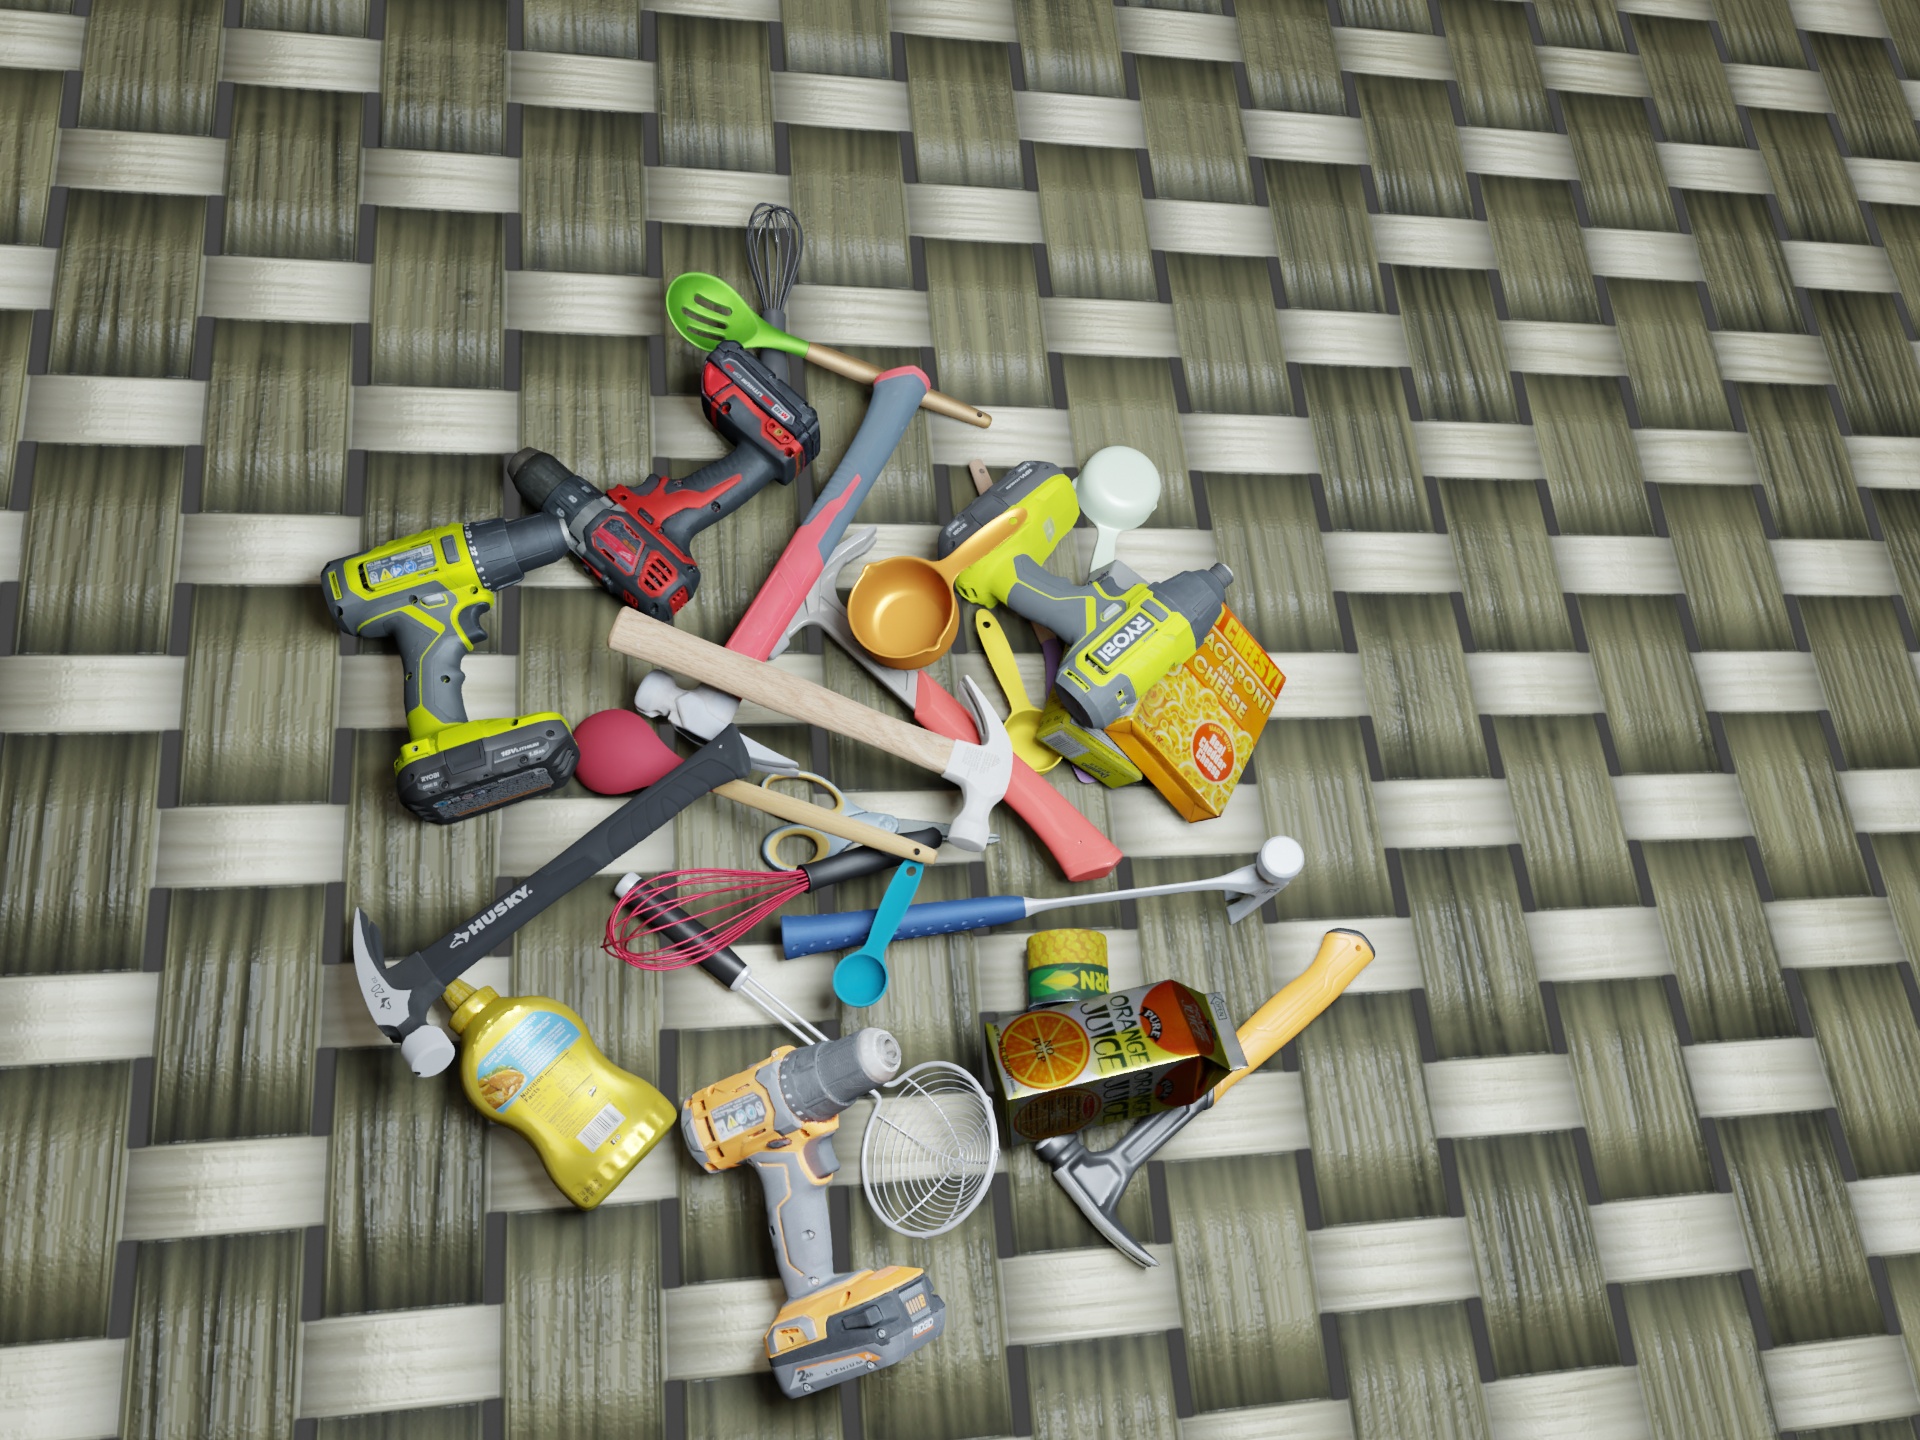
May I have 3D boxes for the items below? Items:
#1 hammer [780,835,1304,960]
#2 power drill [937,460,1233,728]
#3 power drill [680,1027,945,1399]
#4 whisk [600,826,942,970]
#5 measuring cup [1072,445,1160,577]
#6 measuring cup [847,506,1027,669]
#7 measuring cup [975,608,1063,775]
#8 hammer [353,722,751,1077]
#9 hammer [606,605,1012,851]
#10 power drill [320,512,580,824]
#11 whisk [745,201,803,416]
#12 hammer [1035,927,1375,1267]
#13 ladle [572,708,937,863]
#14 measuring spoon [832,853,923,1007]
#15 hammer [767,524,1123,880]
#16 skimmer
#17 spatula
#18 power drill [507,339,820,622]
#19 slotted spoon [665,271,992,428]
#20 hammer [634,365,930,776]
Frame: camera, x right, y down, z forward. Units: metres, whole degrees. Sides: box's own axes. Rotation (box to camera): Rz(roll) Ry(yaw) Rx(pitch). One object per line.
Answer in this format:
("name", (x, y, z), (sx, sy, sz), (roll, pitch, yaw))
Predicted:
("hammer", (0.061, 0.150, 1.270), (0.405, 0.144, 0.035), (-6, 69, -6))
("power drill", (0.102, -0.114, 1.323), (0.171, 0.080, 0.223), (-41, 57, -10))
("power drill", (-0.089, 0.339, 1.124), (0.084, 0.185, 0.226), (2, 62, -59))
("whisk", (-0.137, 0.127, 1.218), (0.295, 0.073, 0.073), (-16, 73, -32))
("measuring cup", (0.138, -0.176, 1.442), (0.083, 0.038, 0.168), (15, 65, -7))
("measuring cup", (-0.012, -0.111, 1.302), (0.173, 0.052, 0.095), (-38, 72, -6))
("measuring cup", (0.043, -0.023, 1.370), (0.062, 0.029, 0.157), (-15, 71, -18))
("hammer", (-0.296, 0.109, 1.186), (0.335, 0.035, 0.146), (-38, 54, -16))
("hammer", (-0.113, -0.015, 1.245), (0.331, 0.031, 0.130), (22, 68, -9))
("power drill", (-0.379, -0.051, 1.247), (0.190, 0.080, 0.229), (-18, 73, -8))
("whisk", (-0.169, -0.366, 1.447), (0.055, 0.055, 0.239), (2, 74, -12))
("hammer", (0.222, 0.286, 1.285), (0.337, 0.034, 0.127), (-36, 80, -22))
("ladle", (-0.167, 0.059, 1.244), (0.315, 0.031, 0.069), (18, 83, 9))
("measuring spoon", (-0.057, 0.161, 1.214), (0.042, 0.021, 0.129), (20, 68, 14))
("hammer", (-0.002, -0.004, 1.321), (0.359, 0.036, 0.149), (42, 72, 12))
("skimmer", (-0.126, 0.238, 1.195), (0.363, 0.090, 0.127), (38, 97, 6))
("spatula", (0.071, -0.093, 1.407), (0.059, 0.018, 0.316), (-16, 75, -23))
("power drill", (-0.248, -0.215, 1.342), (0.188, 0.080, 0.227), (41, 77, 5))
("slotted spoon", (-0.114, -0.319, 1.420), (0.313, 0.031, 0.070), (18, 73, -19))
("hammer", (-0.111, -0.137, 1.329), (0.143, 0.038, 0.386), (27, 69, 6))
